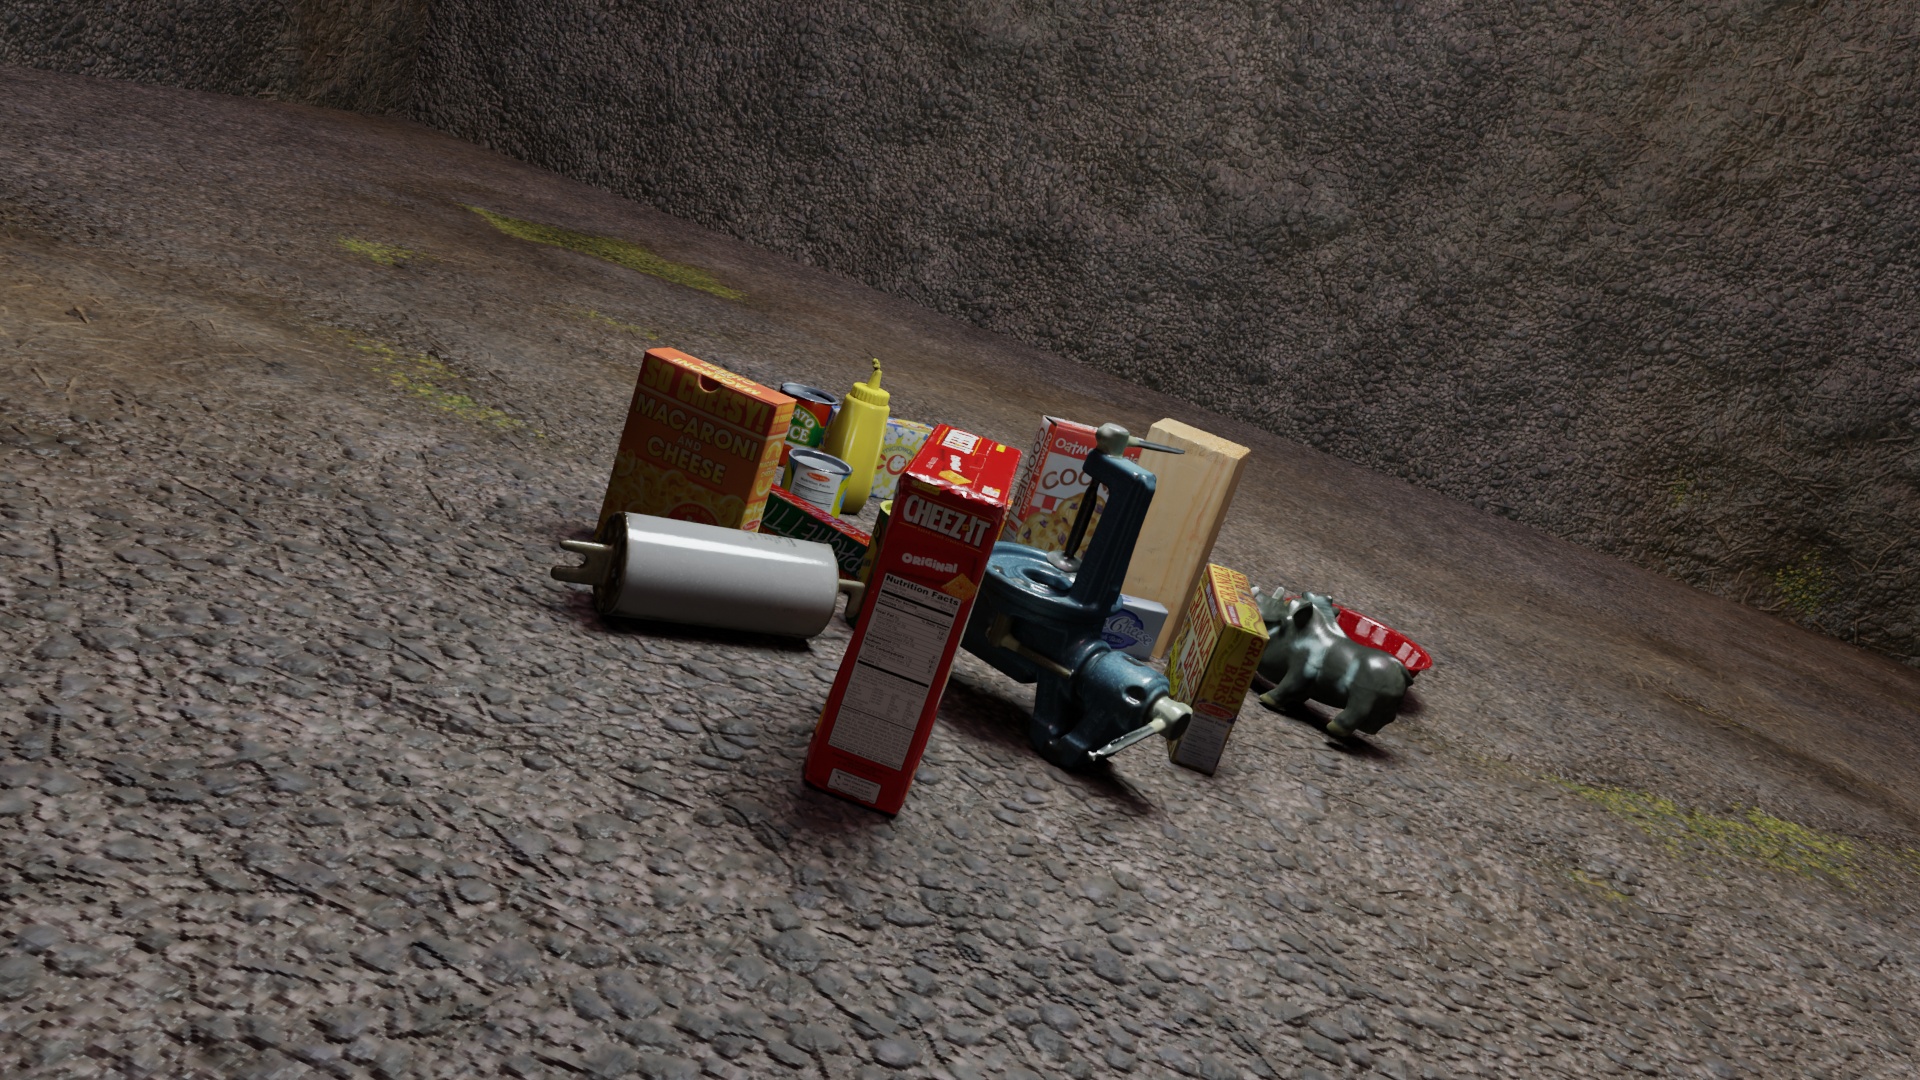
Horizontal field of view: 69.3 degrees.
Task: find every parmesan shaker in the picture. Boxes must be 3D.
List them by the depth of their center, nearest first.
[{"bbox_3d":[-0.050,0.027,1.140,0.071,0.102,0.071,18,15,-5],"label":"parmesan shaker"}]

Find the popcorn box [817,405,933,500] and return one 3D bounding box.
[{"bbox_3d":[-0.093,-0.093,1.526,0.127,0.085,0.038,10,18,-30],"label":"popcorn box"}]

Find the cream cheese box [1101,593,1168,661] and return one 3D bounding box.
[{"bbox_3d":[0.136,0.075,1.284,0.104,0.053,0.024,14,16,-17],"label":"cream cheese box"}]

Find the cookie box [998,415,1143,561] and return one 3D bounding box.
[{"bbox_3d":[0.117,-0.034,1.418,0.123,0.167,0.040,11,17,-26],"label":"cookie box"}]

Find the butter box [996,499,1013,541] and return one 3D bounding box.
[{"bbox_3d":[0.004,-0.031,1.487,0.103,0.053,0.024,18,15,-4],"label":"butter box"}]

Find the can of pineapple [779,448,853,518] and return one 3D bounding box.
[{"bbox_3d":[-0.146,-0.054,1.384,0.071,0.057,0.071,18,16,-5],"label":"can of pineapple"}]

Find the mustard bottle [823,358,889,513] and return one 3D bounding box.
[{"bbox_3d":[-0.105,-0.109,1.429,0.049,0.159,0.065,10,18,-30],"label":"mustard bottle"}]

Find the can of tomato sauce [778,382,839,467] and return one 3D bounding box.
[{"bbox_3d":[-0.179,-0.125,1.539,0.071,0.082,0.071,18,16,-5],"label":"can of tomato sauce"}]

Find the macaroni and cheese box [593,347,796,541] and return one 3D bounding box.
[{"bbox_3d":[-0.214,-0.055,1.113,0.124,0.166,0.040,23,16,14],"label":"macaroni and cheese box"}]

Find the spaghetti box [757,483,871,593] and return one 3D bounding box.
[{"bbox_3d":[-0.156,-0.014,1.254,0.250,0.050,0.029,28,18,28],"label":"spaghetti box"}]

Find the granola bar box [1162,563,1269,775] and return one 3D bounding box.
[{"bbox_3d":[0.205,0.101,1.146,0.039,0.123,0.166,19,16,0],"label":"granola bar box"}]
